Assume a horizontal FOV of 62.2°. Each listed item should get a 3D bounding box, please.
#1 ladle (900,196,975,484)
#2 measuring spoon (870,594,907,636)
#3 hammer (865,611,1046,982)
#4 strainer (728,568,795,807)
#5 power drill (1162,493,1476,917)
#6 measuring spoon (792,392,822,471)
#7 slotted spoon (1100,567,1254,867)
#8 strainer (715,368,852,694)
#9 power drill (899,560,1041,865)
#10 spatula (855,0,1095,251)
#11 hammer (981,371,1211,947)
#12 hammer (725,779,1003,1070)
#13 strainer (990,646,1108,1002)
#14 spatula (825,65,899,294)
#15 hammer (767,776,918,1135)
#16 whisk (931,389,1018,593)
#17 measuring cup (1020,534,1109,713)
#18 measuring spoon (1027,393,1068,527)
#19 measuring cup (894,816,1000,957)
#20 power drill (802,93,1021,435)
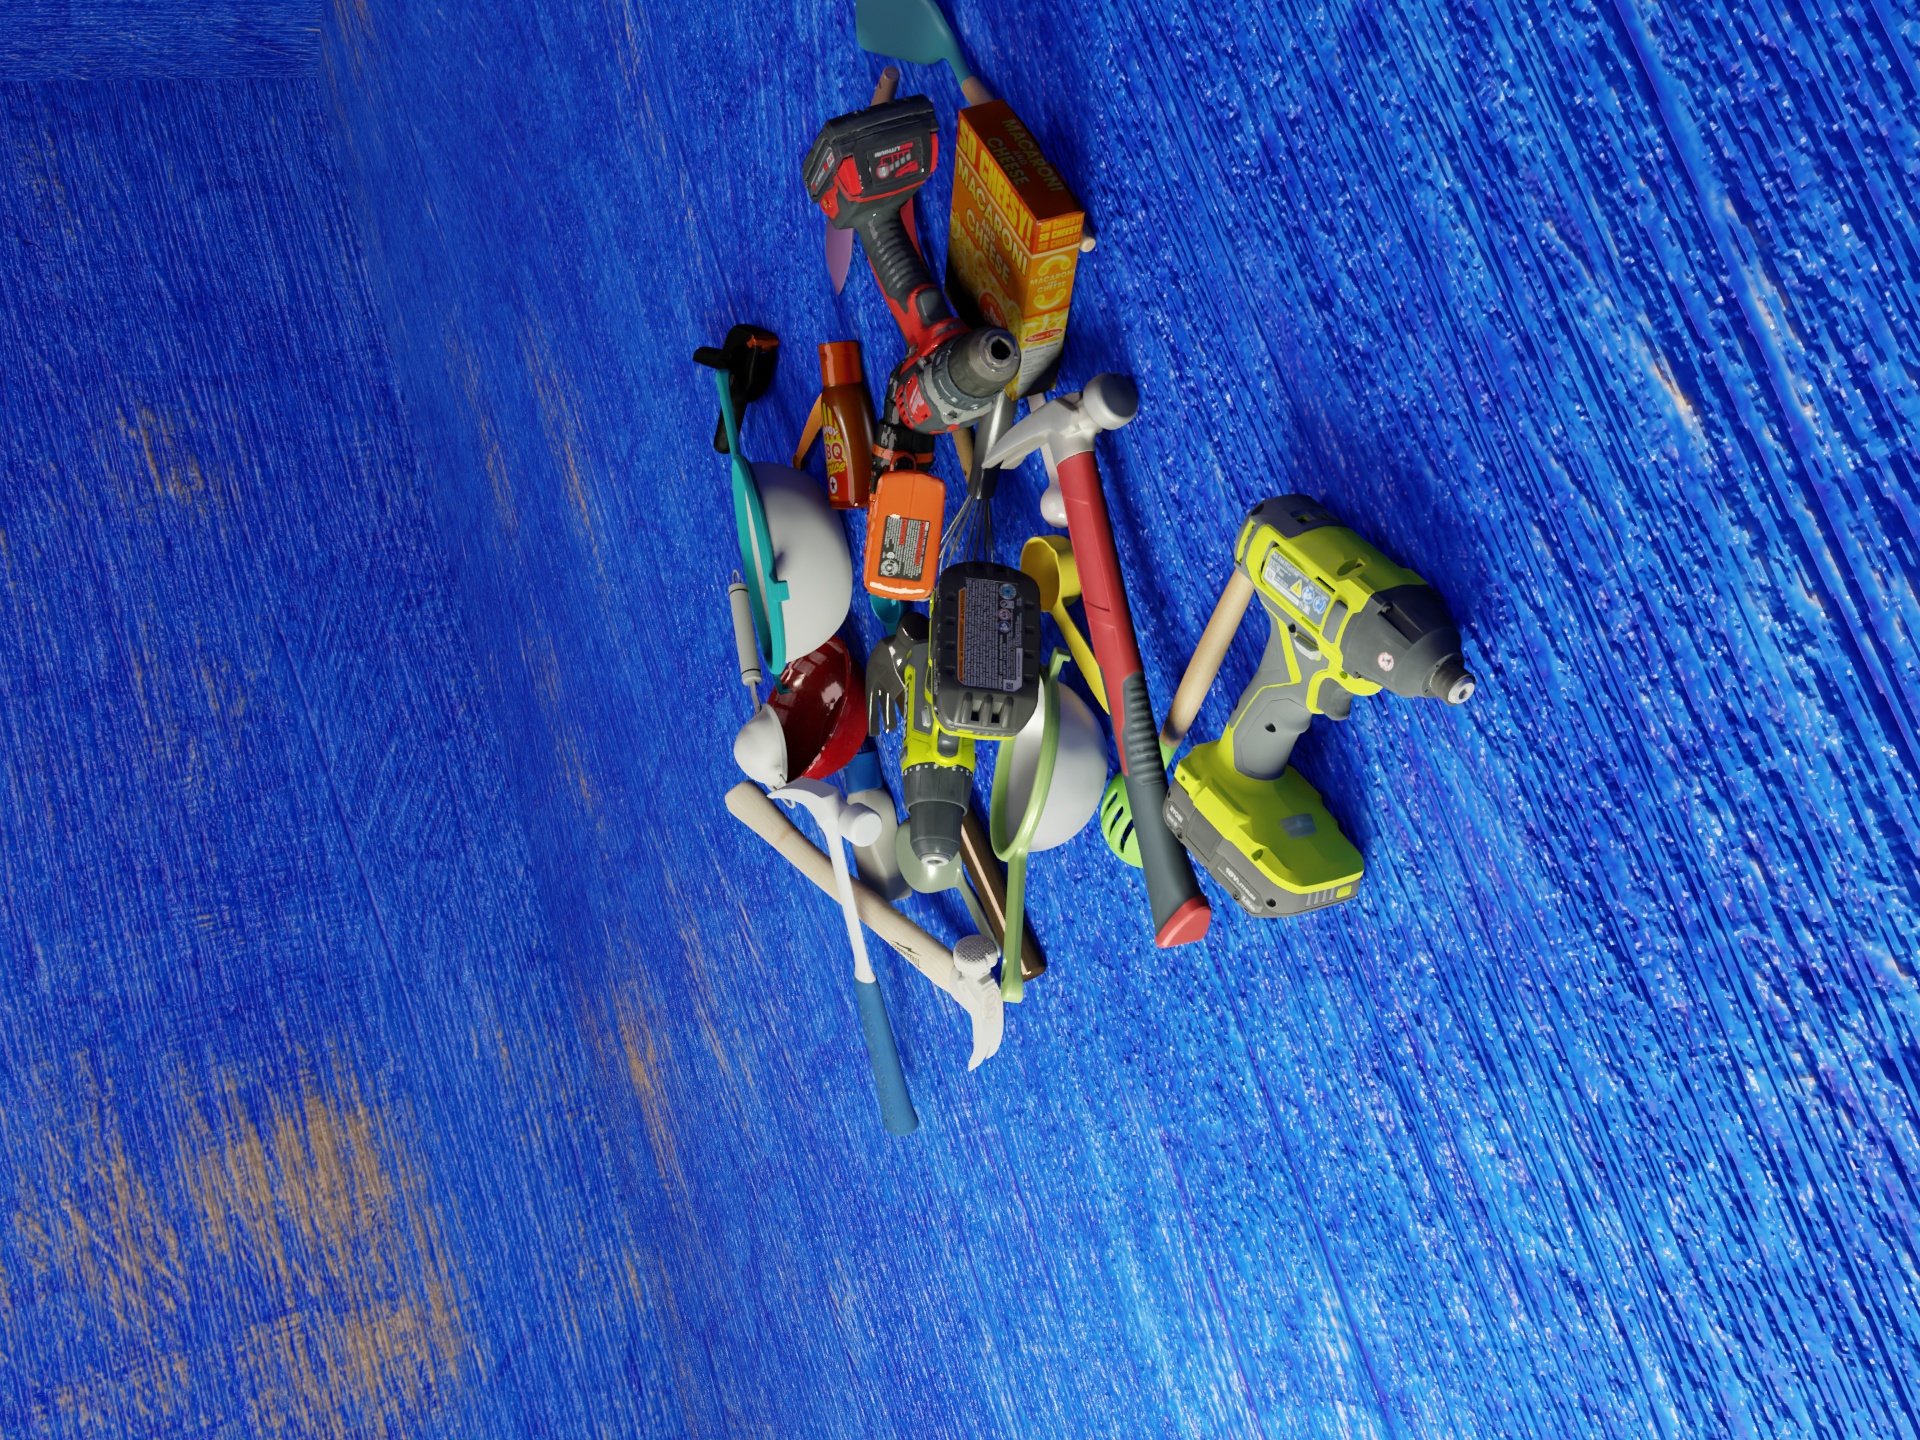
[{"bbox_3d":[-0.027,-0.341,1.290,0.069,0.031,0.315,166,89,-70],"label":"ladle"},{"bbox_3d":[-0.050,-0.069,1.465,0.042,0.021,0.128,-1,110,50],"label":"measuring spoon"},{"bbox_3d":[-0.005,0.076,1.406,0.130,0.031,0.331,-47,62,54],"label":"hammer"},{"bbox_3d":[-0.203,-0.034,1.538,0.087,0.050,0.259,129,134,-55],"label":"strainer"},{"bbox_3d":[0.208,0.002,0.941,0.171,0.080,0.223,51,140,41],"label":"power drill"},{"bbox_3d":[-0.143,-0.282,1.553,0.021,0.011,0.117,65,147,22],"label":"measuring spoon"},{"bbox_3d":[0.151,-0.006,1.096,0.070,0.031,0.313,61,147,36],"label":"slotted spoon"},{"bbox_3d":[-0.169,-0.210,1.546,0.210,0.095,0.341,101,158,-62],"label":"strainer"},{"bbox_3d":[-0.002,-0.004,1.250,0.228,0.080,0.191,117,156,-64],"label":"power drill"},{"bbox_3d":[0.009,-0.444,1.159,0.318,0.044,0.082,60,160,27],"label":"spatula"},{"bbox_3d":[0.101,-0.034,1.103,0.143,0.038,0.386,-23,75,52],"label":"hammer"},{"bbox_3d":[-0.103,0.177,1.550,0.411,0.038,0.146,34,139,40],"label":"hammer"},{"bbox_3d":[0.069,0.085,1.174,0.151,0.069,0.257,123,155,-64],"label":"strainer"},{"bbox_3d":[-0.086,-0.442,1.309,0.316,0.018,0.060,140,115,-73],"label":"spatula"},{"bbox_3d":[-0.095,0.231,1.509,0.144,0.035,0.405,26,136,46],"label":"hammer"},{"bbox_3d":[0.014,-0.182,1.261,0.055,0.055,0.238,50,139,41],"label":"whisk"},{"bbox_3d":[0.091,-0.070,1.182,0.157,0.029,0.062,64,150,20],"label":"measuring cup"},{"bbox_3d":[0.060,-0.204,1.192,0.034,0.018,0.124,-17,85,63],"label":"measuring spoon"},{"bbox_3d":[-0.014,0.155,1.458,0.168,0.038,0.083,58,147,36],"label":"measuring cup"},{"bbox_3d":[-0.027,-0.321,1.136,0.226,0.080,0.188,70,165,-6],"label":"power drill"}]
